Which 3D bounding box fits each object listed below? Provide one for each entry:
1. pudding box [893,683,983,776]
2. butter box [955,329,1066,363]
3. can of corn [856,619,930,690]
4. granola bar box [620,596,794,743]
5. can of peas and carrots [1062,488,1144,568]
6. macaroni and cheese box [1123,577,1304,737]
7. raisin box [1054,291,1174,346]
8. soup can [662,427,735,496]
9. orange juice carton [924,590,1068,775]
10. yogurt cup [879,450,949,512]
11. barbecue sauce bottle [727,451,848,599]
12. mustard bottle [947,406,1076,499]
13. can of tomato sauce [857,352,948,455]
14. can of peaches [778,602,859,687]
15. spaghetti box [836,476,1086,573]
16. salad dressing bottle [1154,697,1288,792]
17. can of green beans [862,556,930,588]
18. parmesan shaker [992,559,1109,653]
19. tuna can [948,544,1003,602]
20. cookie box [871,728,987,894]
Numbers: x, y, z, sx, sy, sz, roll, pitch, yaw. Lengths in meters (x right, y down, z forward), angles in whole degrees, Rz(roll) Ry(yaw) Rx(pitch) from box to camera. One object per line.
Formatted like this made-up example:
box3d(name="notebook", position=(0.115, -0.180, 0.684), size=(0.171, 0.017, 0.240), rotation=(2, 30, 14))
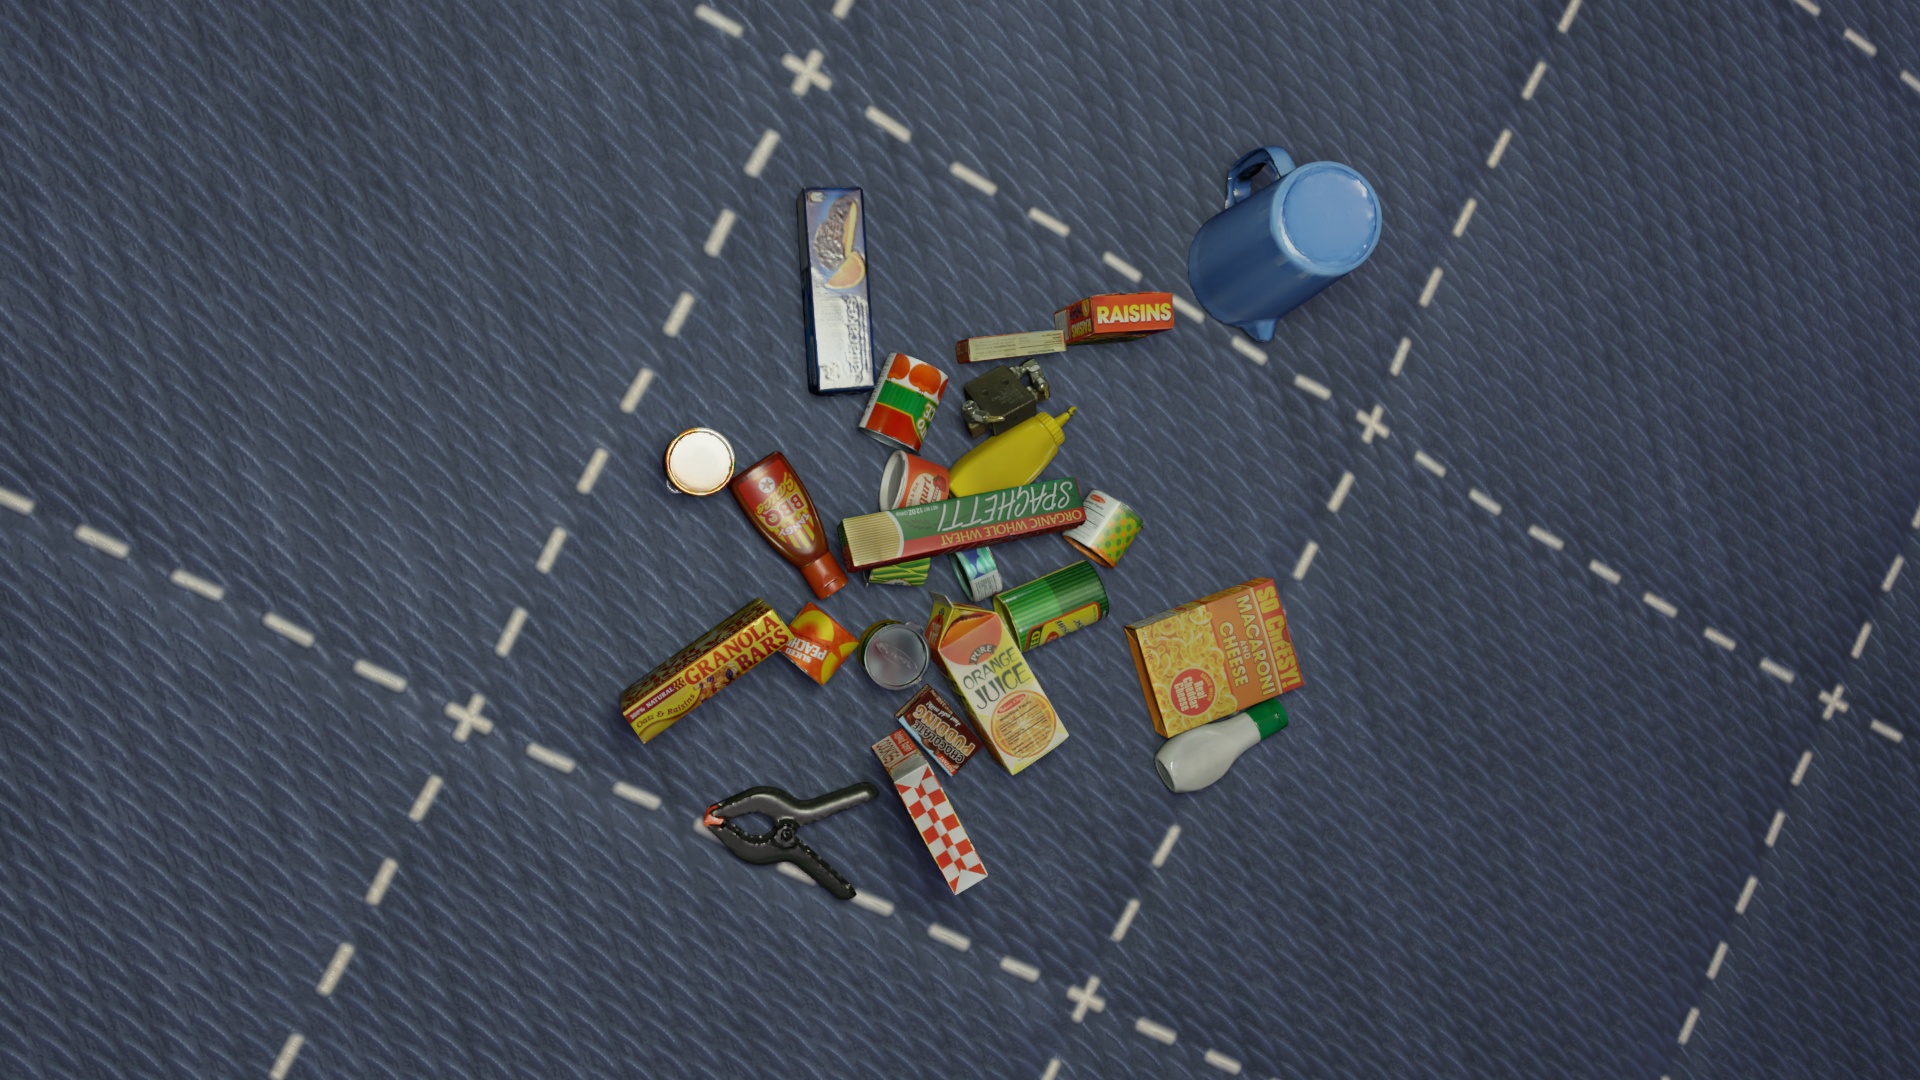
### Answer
box3d(name="pudding box", position=(-0.022, 0.194, 1.422), size=(0.050, 0.030, 0.083), rotation=(-42, 100, -8))
box3d(name="butter box", position=(0.051, -0.199, 1.419), size=(0.104, 0.053, 0.024), rotation=(-8, 96, -12))
box3d(name="can of corn", position=(-0.066, 0.111, 1.395), size=(0.071, 0.058, 0.071), rotation=(0, 92, -13))
box3d(name="granola bar box", position=(-0.243, 0.119, 1.320), size=(0.166, 0.124, 0.039), rotation=(-35, 100, -10))
box3d(name="can of peas and carrots", position=(0.149, -0.011, 1.441), size=(0.071, 0.071, 0.059), rotation=(36, 84, -12))
box3d(name="macaroni and cheese box", position=(0.273, 0.124, 1.485), size=(0.167, 0.040, 0.123), rotation=(-19, 96, -12))
box3d(name="raisin box", position=(0.154, -0.224, 1.407), size=(0.086, 0.123, 0.040), rotation=(-5, 93, -13))
box3d(name="soup can", position=(-0.253, -0.073, 1.334), size=(0.071, 0.084, 0.071), rotation=(0, 92, -13))
box3d(name="orange juice carton", position=(0.025, 0.134, 1.410), size=(0.073, 0.072, 0.192), rotation=(-32, 98, -11))
box3d(name="yogurt cup", position=(-0.046, -0.053, 1.395), size=(0.054, 0.072, 0.072), rotation=(12, 89, -21))
box3d(name="barbecue sauce bottle", position=(-0.166, -0.012, 1.377), size=(0.065, 0.043, 0.148), rotation=(-34, 99, -12))
box3d(name="mustard bottle", position=(0.058, -0.087, 1.425), size=(0.160, 0.049, 0.065), rotation=(-38, 106, -10))
box3d(name="can of tomato sauce", position=(-0.055, -0.136, 1.388), size=(0.071, 0.071, 0.083), rotation=(23, 85, -13))
box3d(name="can of peaches", position=(-0.143, 0.102, 1.371), size=(0.071, 0.071, 0.058), rotation=(42, 81, -11))
box3d(name="spaghetti box", position=(0.005, -0.017, 1.365), size=(0.251, 0.028, 0.050), rotation=(-11, 78, -19))
box3d(name="salad dressing bottle", position=(0.281, 0.217, 1.488), size=(0.148, 0.044, 0.064), rotation=(-26, 97, -13))
box3d(name="can of green beans", position=(-0.064, 0.012, 1.390), size=(0.058, 0.071, 0.071), rotation=(5, 90, -14))
box3d(name="parmesan shaker", position=(0.093, 0.067, 1.425), size=(0.103, 0.071, 0.071), rotation=(-22, 96, -12))
box3d(name="tuna can", position=(0.013, 0.026, 1.410), size=(0.033, 0.071, 0.071), rotation=(-24, 97, -10))
box3d(name="cookie box", position=(-0.032, 0.259, 1.351), size=(0.040, 0.167, 0.123), rotation=(-29, 98, -8))
